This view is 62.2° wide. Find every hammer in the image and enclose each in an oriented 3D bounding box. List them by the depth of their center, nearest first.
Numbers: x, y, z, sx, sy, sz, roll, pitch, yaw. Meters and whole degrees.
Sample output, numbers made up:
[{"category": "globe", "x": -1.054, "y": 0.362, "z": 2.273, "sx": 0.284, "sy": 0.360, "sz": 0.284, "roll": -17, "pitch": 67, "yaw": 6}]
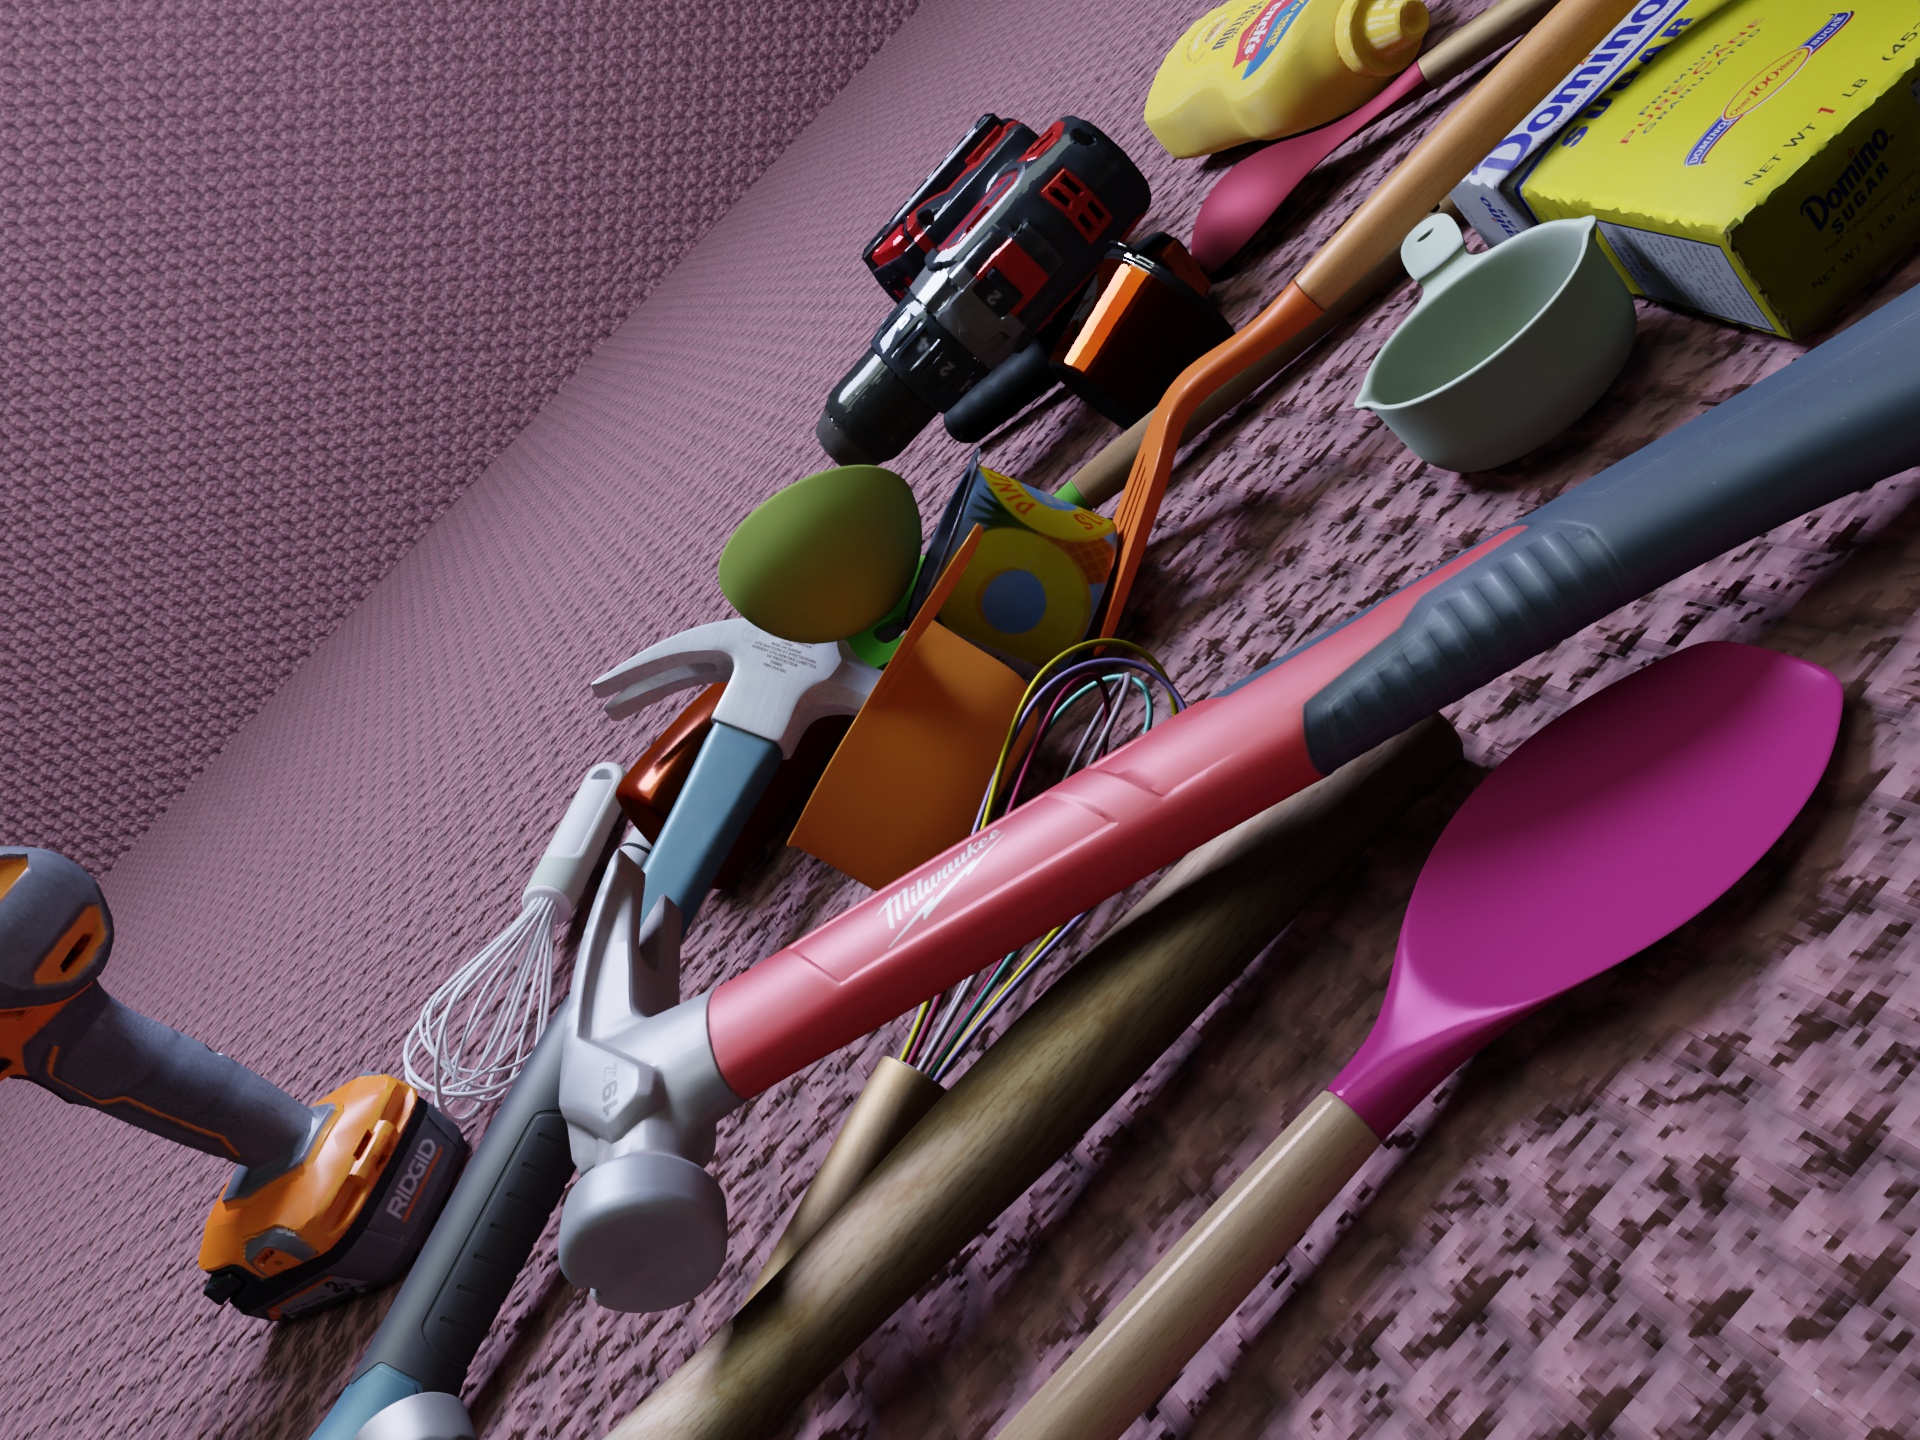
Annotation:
[{"category": "hammer", "x": -0.003, "y": 0.112, "z": 0.380, "sx": 0.331, "sy": 0.031, "sz": 0.130, "roll": -44, "pitch": 43, "yaw": -5}, {"category": "hammer", "x": 0.067, "y": -0.003, "z": 0.383, "sx": 0.386, "sy": 0.038, "sz": 0.143, "roll": -31, "pitch": 32, "yaw": 11}, {"category": "hammer", "x": -0.126, "y": 0.104, "z": 0.570, "sx": 0.033, "sy": 0.128, "sz": 0.331, "roll": 81, "pitch": -148, "yaw": -64}]

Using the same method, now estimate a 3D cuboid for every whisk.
[{"category": "whisk", "x": -0.005, "y": 0.079, "z": 0.449, "sx": 0.051, "sy": 0.047, "sz": 0.245, "roll": 13, "pitch": 65, "yaw": 42}, {"category": "whisk", "x": -0.199, "y": 0.092, "z": 0.753, "sx": 0.058, "sy": 0.059, "sz": 0.246, "roll": 0, "pitch": 32, "yaw": 6}]

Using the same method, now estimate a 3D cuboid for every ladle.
[{"category": "ladle", "x": 0.223, "y": -0.290, "z": 0.679, "sx": 0.315, "sy": 0.031, "sz": 0.069, "roll": -28, "pitch": 29, "yaw": 32}, {"category": "ladle", "x": -0.061, "y": -0.092, "z": 0.696, "sx": 0.078, "sy": 0.062, "sz": 0.320, "roll": -32, "pitch": 16, "yaw": 3}]

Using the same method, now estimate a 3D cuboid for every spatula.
[{"category": "spatula", "x": 0.138, "y": -0.151, "z": 0.519, "sx": 0.322, "sy": 0.041, "sz": 0.081, "roll": -44, "pitch": 16, "yaw": 24}]

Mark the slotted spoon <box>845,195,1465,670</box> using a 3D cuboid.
[{"category": "slotted spoon", "x": 0.070, "y": -0.104, "z": 0.631, "sx": 0.313, "sy": 0.031, "sz": 0.070, "roll": -38, "pitch": 59, "yaw": 12}]

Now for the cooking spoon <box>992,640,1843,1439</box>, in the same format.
[{"category": "cooking spoon", "x": 0.062, "y": 0.099, "z": 0.322, "sx": 0.319, "sy": 0.017, "sz": 0.069, "roll": -45, "pitch": 28, "yaw": -6}]

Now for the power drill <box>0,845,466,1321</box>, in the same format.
[{"category": "power drill", "x": -0.340, "y": 0.156, "z": 0.656, "sx": 0.164, "sy": 0.226, "sz": 0.084, "roll": -29, "pitch": 29, "yaw": 35}]

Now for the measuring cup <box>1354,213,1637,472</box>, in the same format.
[{"category": "measuring cup", "x": 0.166, "y": -0.129, "z": 0.508, "sx": 0.083, "sy": 0.038, "sz": 0.168, "roll": -38, "pitch": 18, "yaw": 25}]

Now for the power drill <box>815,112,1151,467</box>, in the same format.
[{"category": "power drill", "x": 0.000, "y": -0.218, "z": 0.798, "sx": 0.188, "sy": 0.080, "sz": 0.227, "roll": -45, "pitch": 18, "yaw": 13}]

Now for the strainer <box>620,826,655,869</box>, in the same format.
[{"category": "strainer", "x": -0.099, "y": -0.016, "z": 0.737, "sx": 0.087, "sy": 0.050, "sz": 0.259, "roll": -13, "pitch": 38, "yaw": 41}]

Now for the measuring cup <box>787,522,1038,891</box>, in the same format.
[{"category": "measuring cup", "x": -0.001, "y": -0.002, "z": 0.487, "sx": 0.095, "sy": 0.052, "sz": 0.173, "roll": -59, "pitch": 1, "yaw": -29}]
